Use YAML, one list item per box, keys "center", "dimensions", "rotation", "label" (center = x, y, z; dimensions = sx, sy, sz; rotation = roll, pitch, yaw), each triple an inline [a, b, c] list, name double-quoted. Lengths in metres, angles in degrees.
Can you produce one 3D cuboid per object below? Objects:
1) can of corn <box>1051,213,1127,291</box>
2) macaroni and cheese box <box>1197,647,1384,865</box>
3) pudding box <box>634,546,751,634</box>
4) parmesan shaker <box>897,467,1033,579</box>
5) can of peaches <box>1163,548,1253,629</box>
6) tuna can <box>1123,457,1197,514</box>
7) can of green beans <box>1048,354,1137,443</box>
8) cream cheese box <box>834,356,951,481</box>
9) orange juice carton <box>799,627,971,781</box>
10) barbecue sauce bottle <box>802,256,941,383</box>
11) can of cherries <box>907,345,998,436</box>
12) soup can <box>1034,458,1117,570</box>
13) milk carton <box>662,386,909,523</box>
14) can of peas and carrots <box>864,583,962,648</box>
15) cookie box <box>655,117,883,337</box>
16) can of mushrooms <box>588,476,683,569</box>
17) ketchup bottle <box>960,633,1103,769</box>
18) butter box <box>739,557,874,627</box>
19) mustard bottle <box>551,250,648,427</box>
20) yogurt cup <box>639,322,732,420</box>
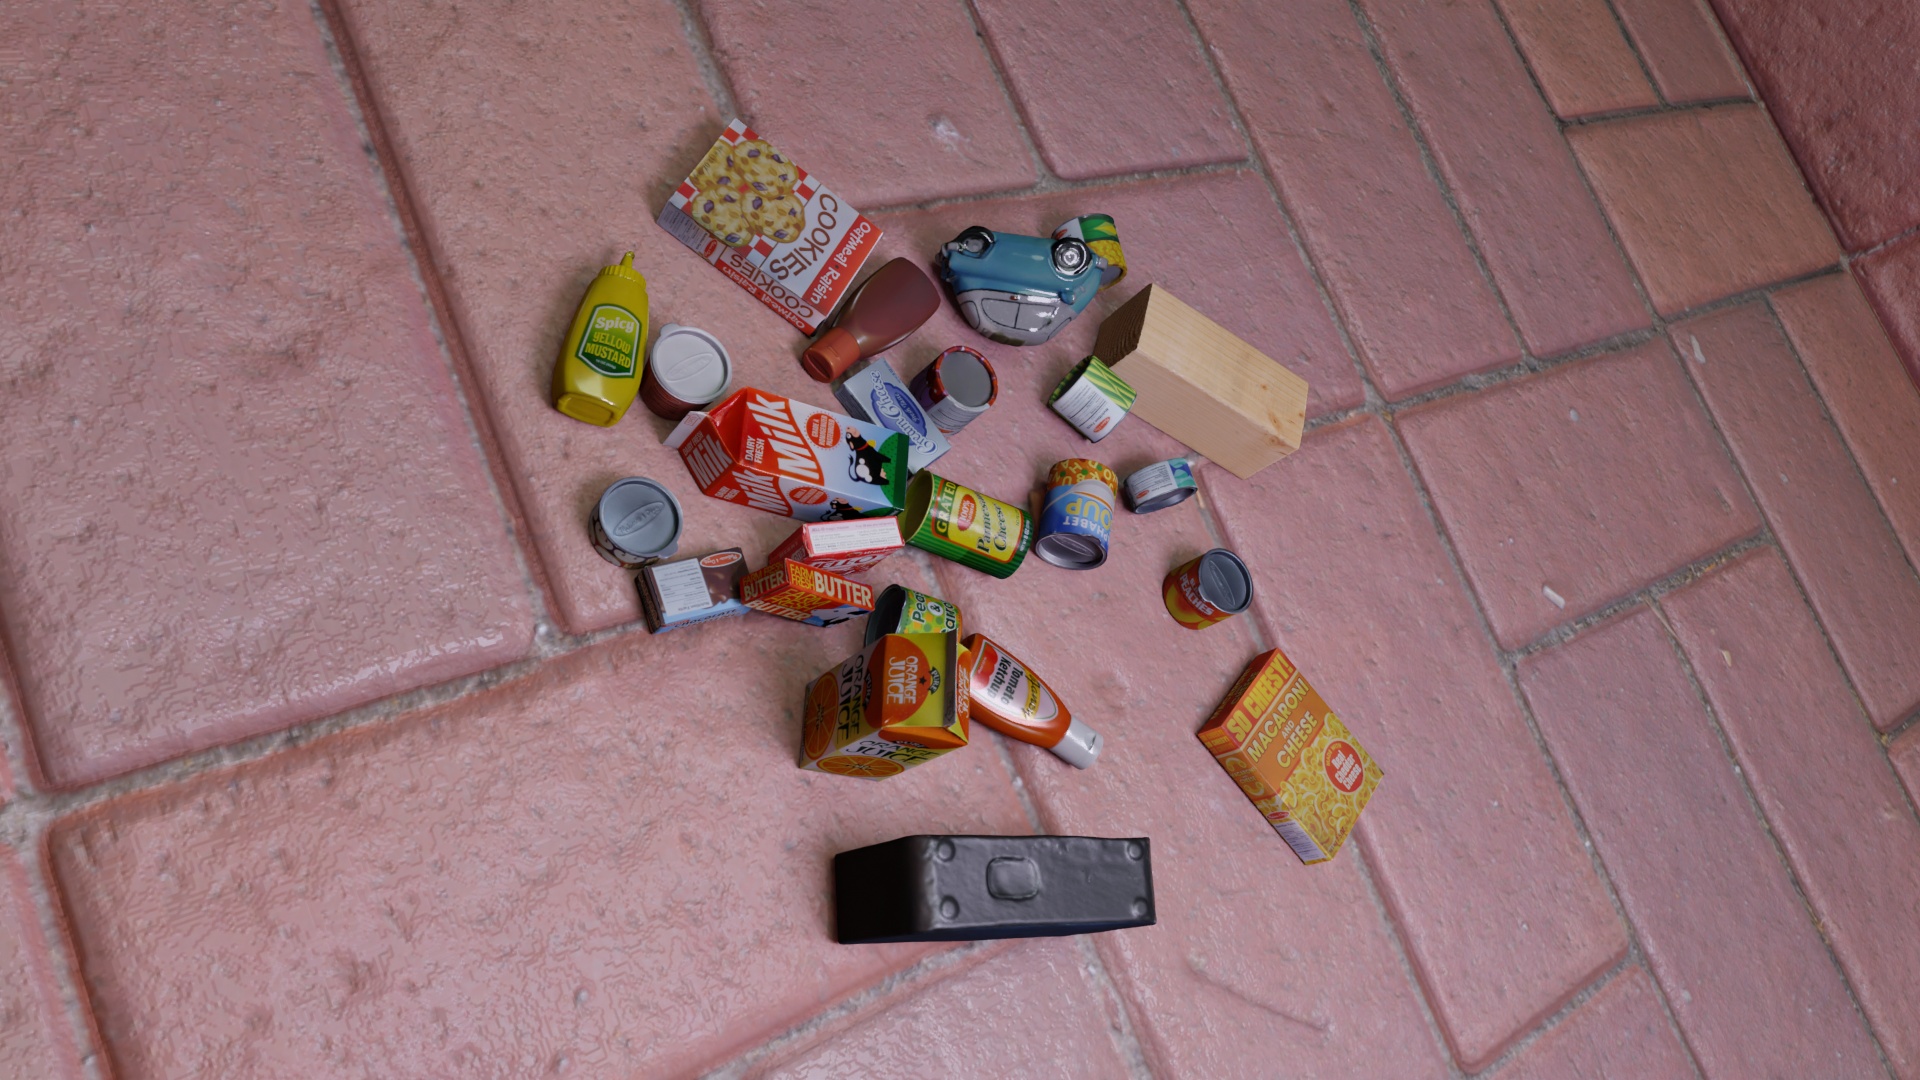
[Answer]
- center: [0.133, -0.291, 1.412]
  dimensions: [0.071, 0.071, 0.058]
  rotation: [-4, 73, -33]
  label: "can of corn"
- center: [0.316, 0.205, 1.327]
  dimensions: [0.166, 0.040, 0.124]
  rotation: [50, 53, -5]
  label: "macaroni and cheese box"
- center: [-0.205, 0.039, 1.082]
  dimensions: [0.084, 0.030, 0.050]
  rotation: [-13, 76, -35]
  label: "pudding box"
- center: [0.004, -0.015, 1.212]
  dimensions: [0.103, 0.071, 0.071]
  rotation: [21, 60, -23]
  label: "parmesan shaker"
- center: [0.236, 0.048, 1.334]
  dimensions: [0.071, 0.058, 0.071]
  rotation: [12, 65, -27]
  label: "can of peaches"
- center: [0.195, -0.053, 1.349]
  dimensions: [0.071, 0.070, 0.033]
  rotation: [-10, 74, -34]
  label: "tuna can"
- center: [0.127, -0.137, 1.342]
  dimensions: [0.058, 0.071, 0.071]
  rotation: [39, 55, -11]
  label: "can of green beans"
- center: [-0.060, -0.107, 1.238]
  dimensions: [0.053, 0.024, 0.104]
  rotation: [-39, 92, -32]
  label: "cream cheese box"
- center: [-0.049, 0.124, 1.040]
  dimensions: [0.073, 0.192, 0.072]
  rotation: [15, 64, -25]
  label: "orange juice carton"
- center: [-0.083, -0.195, 1.252]
  dimensions: [0.065, 0.043, 0.149]
  rotation: [47, 54, -6]
  label: "barbecue sauce bottle"
- center: [-0.008, -0.138, 1.263]
  dimensions: [0.071, 0.058, 0.072]
  rotation: [12, 65, -27]
  label: "can of cherries"
- center: [0.109, -0.025, 1.279]
  dimensions: [0.071, 0.071, 0.084]
  rotation: [24, 59, -21]
  label: "soup can"
- center: [-0.143, -0.067, 1.140]
  dimensions: [0.191, 0.072, 0.074]
  rotation: [15, 63, -26]
  label: "milk carton"
- center: [-0.038, 0.074, 1.145]
  dimensions: [0.059, 0.070, 0.071]
  rotation: [20, 60, -24]
  label: "can of peas and carrots"
- center: [-0.167, -0.278, 1.238]
  dimensions: [0.167, 0.040, 0.123]
  rotation: [36, 55, -13]
  label: "cookie box"
- center: [-0.250, -0.011, 1.074]
  dimensions: [0.071, 0.033, 0.071]
  rotation: [13, 63, -27]
  label: "can of mushrooms"
- center: [0.055, 0.143, 1.190]
  dimensions: [0.149, 0.043, 0.065]
  rotation: [35, 55, -15]
  label: "ketchup bottle"
- center: [-0.120, 0.043, 1.097]
  dimensions: [0.103, 0.053, 0.024]
  rotation: [22, 54, -50]
  label: "butter box"
- center: [-0.282, -0.171, 1.114]
  dimensions: [0.065, 0.048, 0.161]
  rotation: [19, 61, -26]
  label: "mustard bottle"
- center: [-0.226, -0.132, 1.128]
  dimensions: [0.072, 0.053, 0.072]
  rotation: [13, 64, -27]
  label: "yogurt cup"
